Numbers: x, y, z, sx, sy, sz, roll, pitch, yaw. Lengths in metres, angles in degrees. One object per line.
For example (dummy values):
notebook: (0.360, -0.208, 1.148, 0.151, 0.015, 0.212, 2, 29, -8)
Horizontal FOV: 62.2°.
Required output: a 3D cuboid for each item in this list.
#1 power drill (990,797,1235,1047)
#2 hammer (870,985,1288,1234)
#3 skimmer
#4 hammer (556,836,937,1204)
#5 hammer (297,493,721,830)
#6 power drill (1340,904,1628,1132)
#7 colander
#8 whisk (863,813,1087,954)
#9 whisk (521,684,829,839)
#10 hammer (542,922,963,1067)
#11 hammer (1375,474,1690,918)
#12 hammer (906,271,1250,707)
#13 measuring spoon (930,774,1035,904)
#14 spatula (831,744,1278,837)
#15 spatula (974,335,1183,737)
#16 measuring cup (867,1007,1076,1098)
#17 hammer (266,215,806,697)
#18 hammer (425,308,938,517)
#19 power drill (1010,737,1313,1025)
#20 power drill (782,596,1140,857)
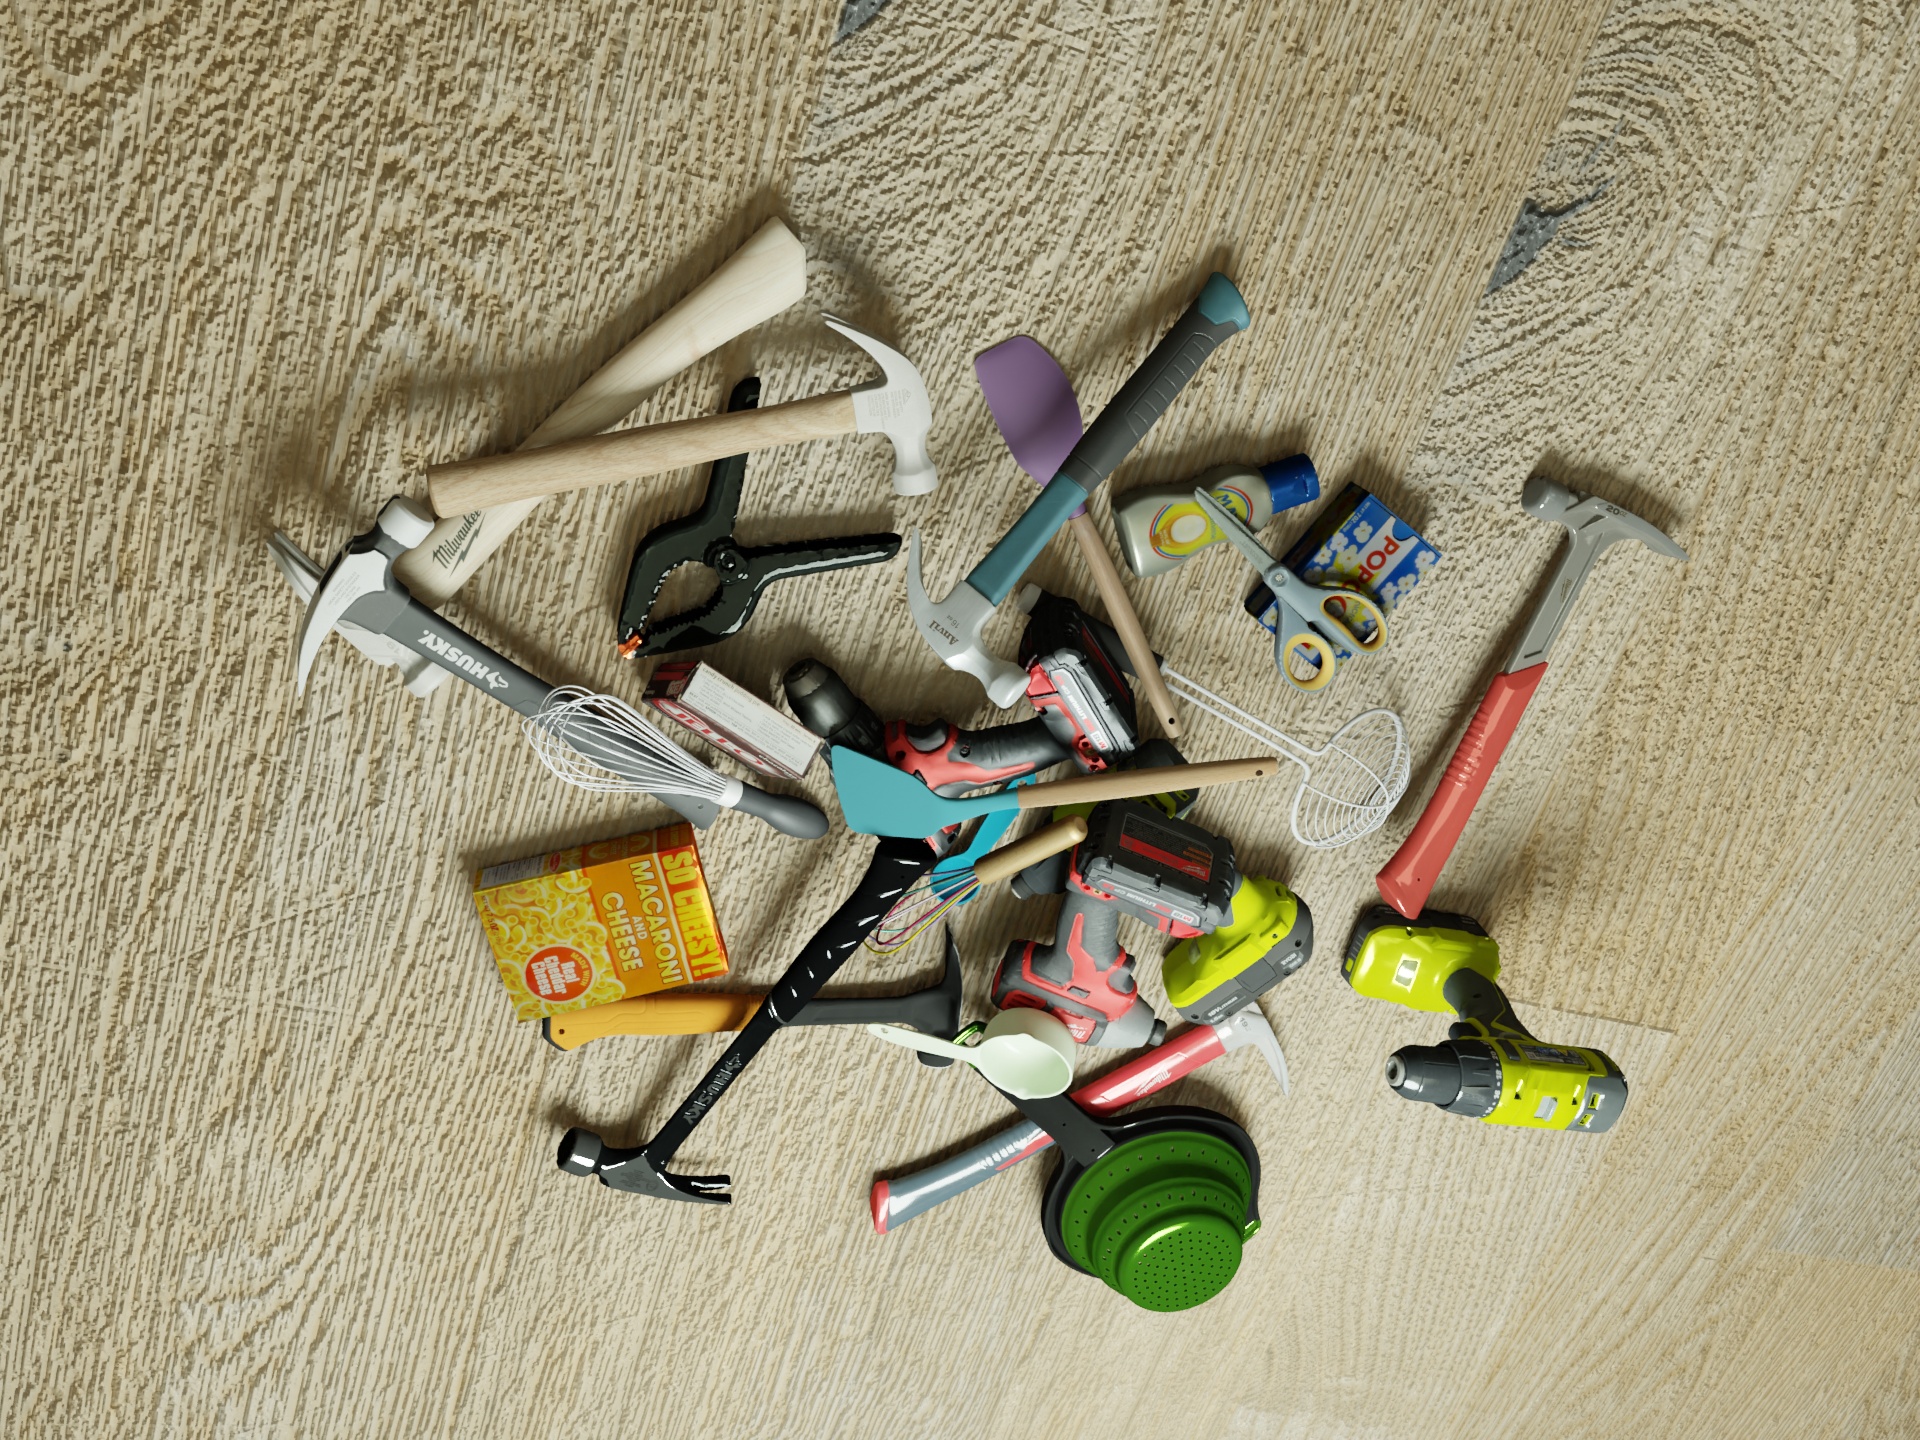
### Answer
power drill: (0.121, 0.170, 1.218, 0.143, 0.079, 0.219, 23, 131, -1)
hammer: (0.100, 0.358, 1.395, 0.386, 0.038, 0.143, -29, 118, 3)
skimmer: (0.199, -0.015, 1.245, 0.363, 0.090, 0.127, 29, 100, -11)
hammer: (-0.150, 0.242, 1.250, 0.149, 0.036, 0.409, 29, 113, -26)
hammer: (-0.299, -0.010, 1.114, 0.146, 0.035, 0.334, -46, 125, 10)
power drill: (0.401, 0.244, 1.293, 0.190, 0.229, 0.080, 9, 113, -15)
colander: (0.129, 0.390, 1.342, 0.204, 0.095, 0.396, -39, 119, 9)
whisk: (0.004, 0.125, 1.208, 0.051, 0.047, 0.245, 35, 135, -28)
whisk: (-0.192, 0.041, 1.136, 0.070, 0.070, 0.284, -49, 139, 12)
hammer: (-0.164, 0.230, 1.285, 0.336, 0.034, 0.127, 0, 116, -11)
hammer: (0.436, -0.004, 1.263, 0.149, 0.037, 0.359, 21, 99, -20)
hammer: (0.087, -0.173, 1.097, 0.128, 0.033, 0.331, 39, 86, 10)
measuring spoon: (0.019, 0.090, 1.269, 0.042, 0.021, 0.128, 33, 96, -18)
spatula: (0.066, 0.044, 1.139, 0.317, 0.044, 0.082, -7, 125, 4)
spatula: (0.097, -0.127, 1.151, 0.060, 0.018, 0.315, -26, 105, -1)
measuring cup: (0.010, 0.249, 1.254, 0.167, 0.038, 0.083, 11, 133, 13)
hammer: (-0.272, -0.195, 1.065, 0.410, 0.038, 0.146, -40, 114, 8)
hammer: (-0.183, -0.185, 1.049, 0.331, 0.031, 0.130, -12, 118, -8)
power drill: (0.164, 0.138, 1.285, 0.171, 0.080, 0.223, -40, 112, 17)
power drill: (-0.002, -0.004, 1.169, 0.226, 0.080, 0.187, -26, 118, 18)
